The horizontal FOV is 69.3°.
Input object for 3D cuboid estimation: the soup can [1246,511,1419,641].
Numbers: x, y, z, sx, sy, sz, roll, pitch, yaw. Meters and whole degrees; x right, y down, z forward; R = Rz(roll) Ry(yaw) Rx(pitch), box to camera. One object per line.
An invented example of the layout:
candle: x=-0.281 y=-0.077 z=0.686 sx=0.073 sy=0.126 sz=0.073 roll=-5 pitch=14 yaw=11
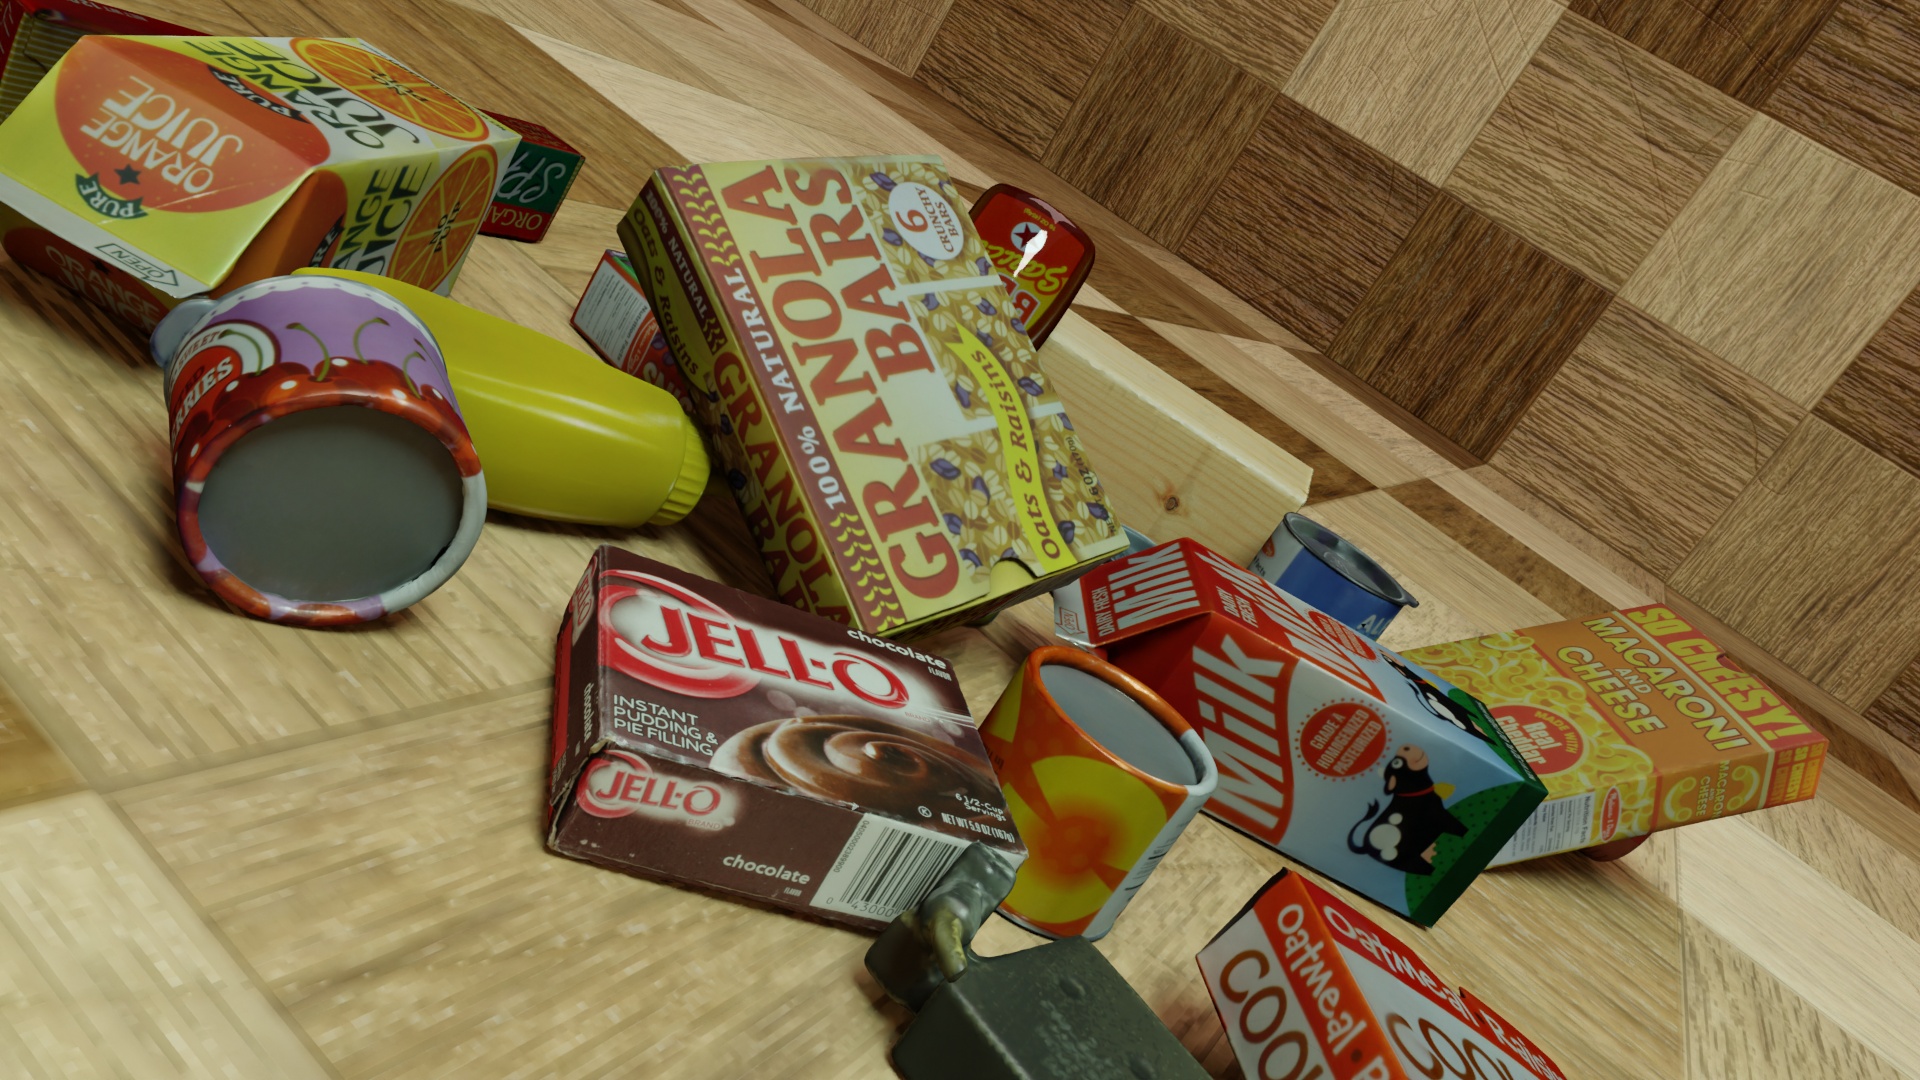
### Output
soup can: x=0.154 y=0.041 z=0.632 sx=0.071 sy=0.083 sz=0.071 roll=29 pitch=19 yaw=-11

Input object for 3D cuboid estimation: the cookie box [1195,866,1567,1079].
cookie box: x=0.129 y=0.166 z=0.315 sx=0.123 sy=0.040 sz=0.168 roll=38 pitch=15 yaw=-23

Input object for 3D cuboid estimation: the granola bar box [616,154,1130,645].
granola bar box: x=-0.027 y=-0.051 z=0.472 sx=0.125 sy=0.039 sz=0.165 roll=-17 pitch=78 yaw=-42

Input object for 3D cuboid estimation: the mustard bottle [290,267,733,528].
mustard bottle: x=-0.129 y=-0.034 z=0.431 sx=0.160 sy=0.048 sz=0.065 roll=18 pitch=23 yaw=-39

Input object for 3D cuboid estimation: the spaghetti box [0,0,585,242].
spaghetti box: x=-0.251 y=-0.159 z=0.548 sx=0.029 sy=0.050 sz=0.250 roll=40 pitch=20 yaw=19

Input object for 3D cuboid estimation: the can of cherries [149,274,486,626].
can of cherries: x=-0.155 y=-0.022 z=0.333 sx=0.071 sy=0.071 sz=0.058 roll=16 pitch=26 yaw=-40

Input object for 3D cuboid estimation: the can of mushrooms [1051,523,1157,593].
can of mushrooms: x=0.076 y=0.020 z=0.641 sx=0.071 sy=0.033 sz=0.071 roll=29 pitch=18 yaw=-10

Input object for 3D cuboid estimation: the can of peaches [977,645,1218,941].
can of peaches: x=0.031 y=0.071 z=0.405 sx=0.071 sy=0.058 sz=0.071 roll=29 pitch=19 yaw=-11

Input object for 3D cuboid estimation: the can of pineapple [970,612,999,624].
can of pineapple: x=0.002 y=-0.007 z=0.554 sx=0.071 sy=0.057 sz=0.071 roll=29 pitch=19 yaw=-11

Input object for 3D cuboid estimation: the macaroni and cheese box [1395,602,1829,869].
macaroni and cheese box: x=0.298 y=0.089 z=0.669 sx=0.167 sy=0.040 sz=0.124 roll=-10 pitch=29 yaw=-6

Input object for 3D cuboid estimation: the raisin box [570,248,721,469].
raisin box: x=-0.095 y=-0.069 z=0.587 sx=0.124 sy=0.040 sz=0.086 roll=42 pitch=20 yaw=31

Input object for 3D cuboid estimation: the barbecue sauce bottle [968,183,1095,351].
barbecue sauce bottle: x=0.001 y=-0.092 z=0.640 sx=0.065 sy=0.149 sz=0.043 roll=33 pitch=-18 yaw=0

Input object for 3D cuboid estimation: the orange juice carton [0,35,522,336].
orange juice carton: x=-0.220 y=-0.109 z=0.438 sx=0.072 sy=0.072 sz=0.193 roll=31 pitch=19 yaw=-6

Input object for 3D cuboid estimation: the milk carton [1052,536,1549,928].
milk carton: x=0.117 y=0.064 z=0.535 sx=0.190 sy=0.073 sz=0.072 roll=29 pitch=19 yaw=-10

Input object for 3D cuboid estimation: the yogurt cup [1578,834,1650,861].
yogurt cup: x=0.327 y=0.129 z=0.721 sx=0.054 sy=0.072 sz=0.072 roll=41 pitch=19 yaw=0
